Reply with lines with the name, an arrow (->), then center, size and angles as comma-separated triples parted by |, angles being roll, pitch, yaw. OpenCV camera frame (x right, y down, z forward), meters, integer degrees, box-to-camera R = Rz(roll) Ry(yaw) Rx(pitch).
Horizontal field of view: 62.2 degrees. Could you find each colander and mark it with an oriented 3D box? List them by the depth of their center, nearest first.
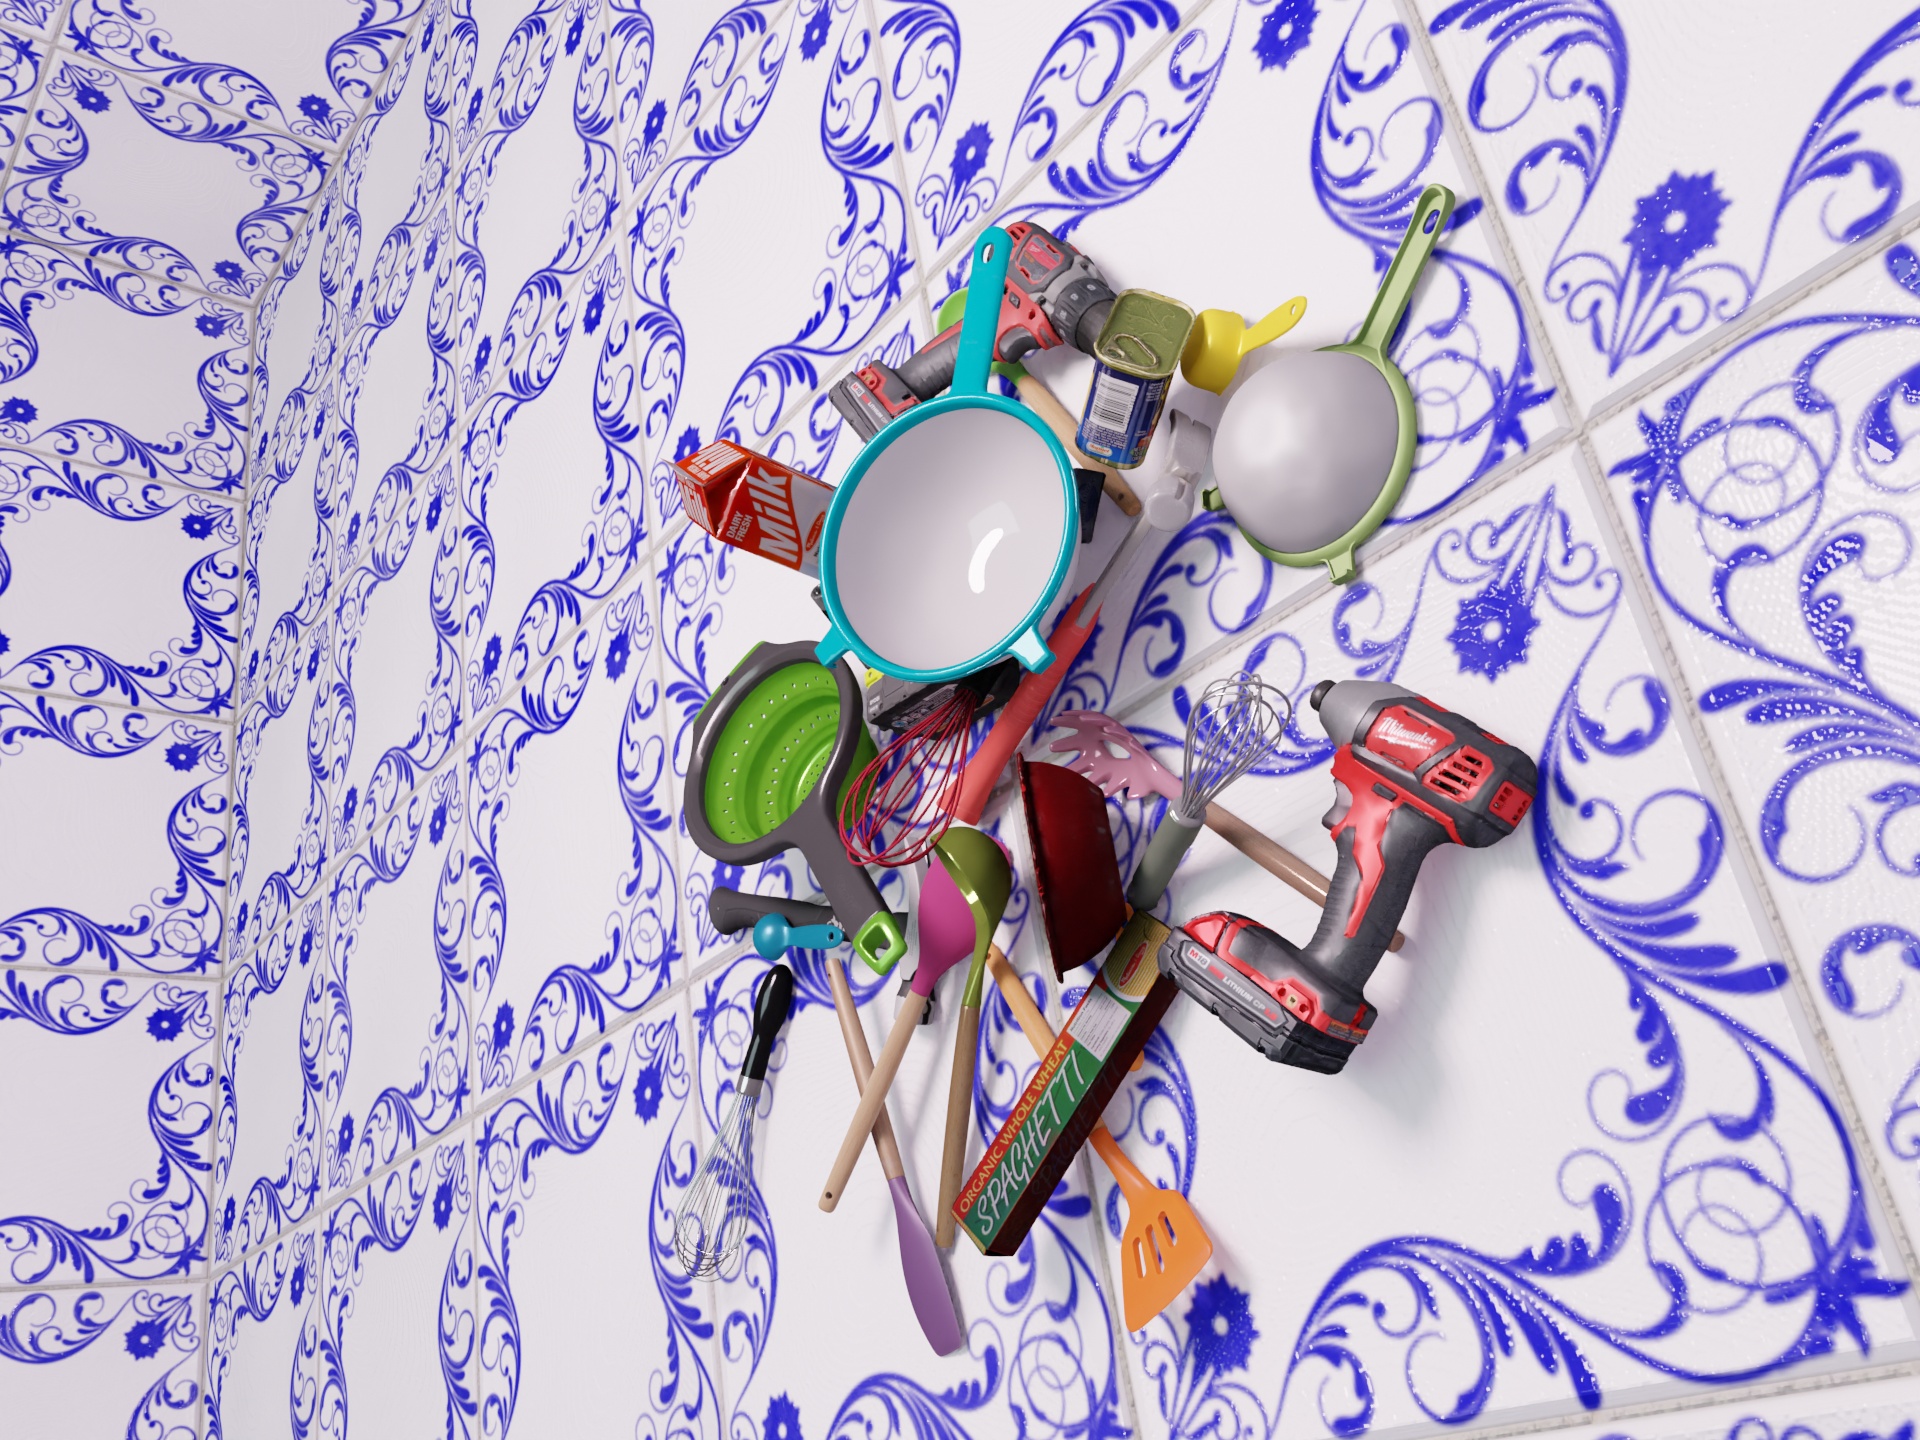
colander -> -0.105, 0.084, 1.307 | 0.204, 0.094, 0.398 | -49, 40, 10

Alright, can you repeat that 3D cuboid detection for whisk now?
whisk -> 0.148, 0.053, 1.007 | 0.246, 0.059, 0.058 | 107, 169, -51
whisk -> -0.002, -0.004, 1.148 | 0.073, 0.073, 0.296 | -20, 30, 47
whisk -> -0.196, 0.354, 1.408 | 0.070, 0.070, 0.284 | 9, 82, 52

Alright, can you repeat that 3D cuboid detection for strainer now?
strainer -> 0.235, -0.225, 1.017 | 0.152, 0.069, 0.256 | 43, 115, 48
strainer -> 0.018, -0.183, 1.154 | 0.211, 0.095, 0.340 | 2, 78, 32

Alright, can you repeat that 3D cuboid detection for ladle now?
ladle -> -0.007, 0.237, 1.181 | 0.078, 0.062, 0.320 | -156, 72, -73

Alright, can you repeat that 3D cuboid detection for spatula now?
spatula -> 0.079, 0.266, 1.100 | 0.081, 0.041, 0.323 | -50, 44, 16
spatula -> -0.059, 0.334, 1.245 | 0.059, 0.018, 0.316 | -47, 54, 47

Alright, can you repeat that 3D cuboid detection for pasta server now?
pasta server -> 0.166, 0.069, 1.049 | 0.316, 0.040, 0.060 | 37, 137, 47

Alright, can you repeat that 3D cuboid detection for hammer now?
hammer -> 0.077, -0.059, 1.169 | 0.359, 0.036, 0.149 | -58, 6, 34
hammer -> -0.124, 0.169, 1.383 | 0.335, 0.035, 0.146 | -1, 80, 51

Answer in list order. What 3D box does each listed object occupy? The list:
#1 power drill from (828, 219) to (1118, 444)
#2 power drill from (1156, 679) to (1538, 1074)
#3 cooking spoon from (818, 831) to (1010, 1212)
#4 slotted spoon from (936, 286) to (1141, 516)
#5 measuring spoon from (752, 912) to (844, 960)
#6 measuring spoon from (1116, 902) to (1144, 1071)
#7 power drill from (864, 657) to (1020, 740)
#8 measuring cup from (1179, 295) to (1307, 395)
power drill -> 0.027, -0.273, 1.242 | 0.226, 0.080, 0.188 | -41, 50, 5
power drill -> 0.219, 0.083, 0.927 | 0.143, 0.078, 0.219 | 37, 98, 41
cooking spoon -> -0.042, 0.235, 1.231 | 0.069, 0.017, 0.319 | 24, 92, 18
slotted spoon -> 0.063, -0.255, 1.274 | 0.070, 0.031, 0.314 | -51, 47, 20
measuring spoon -> -0.143, 0.184, 1.356 | 0.128, 0.021, 0.042 | -10, 74, 51
measuring spoon -> 0.114, 0.183, 1.101 | 0.021, 0.011, 0.117 | -20, 64, 47
power drill -> -0.018, -0.112, 1.297 | 0.171, 0.080, 0.223 | -30, 55, 44
measuring cup -> 0.188, -0.262, 1.072 | 0.156, 0.029, 0.062 | 176, 104, -76
